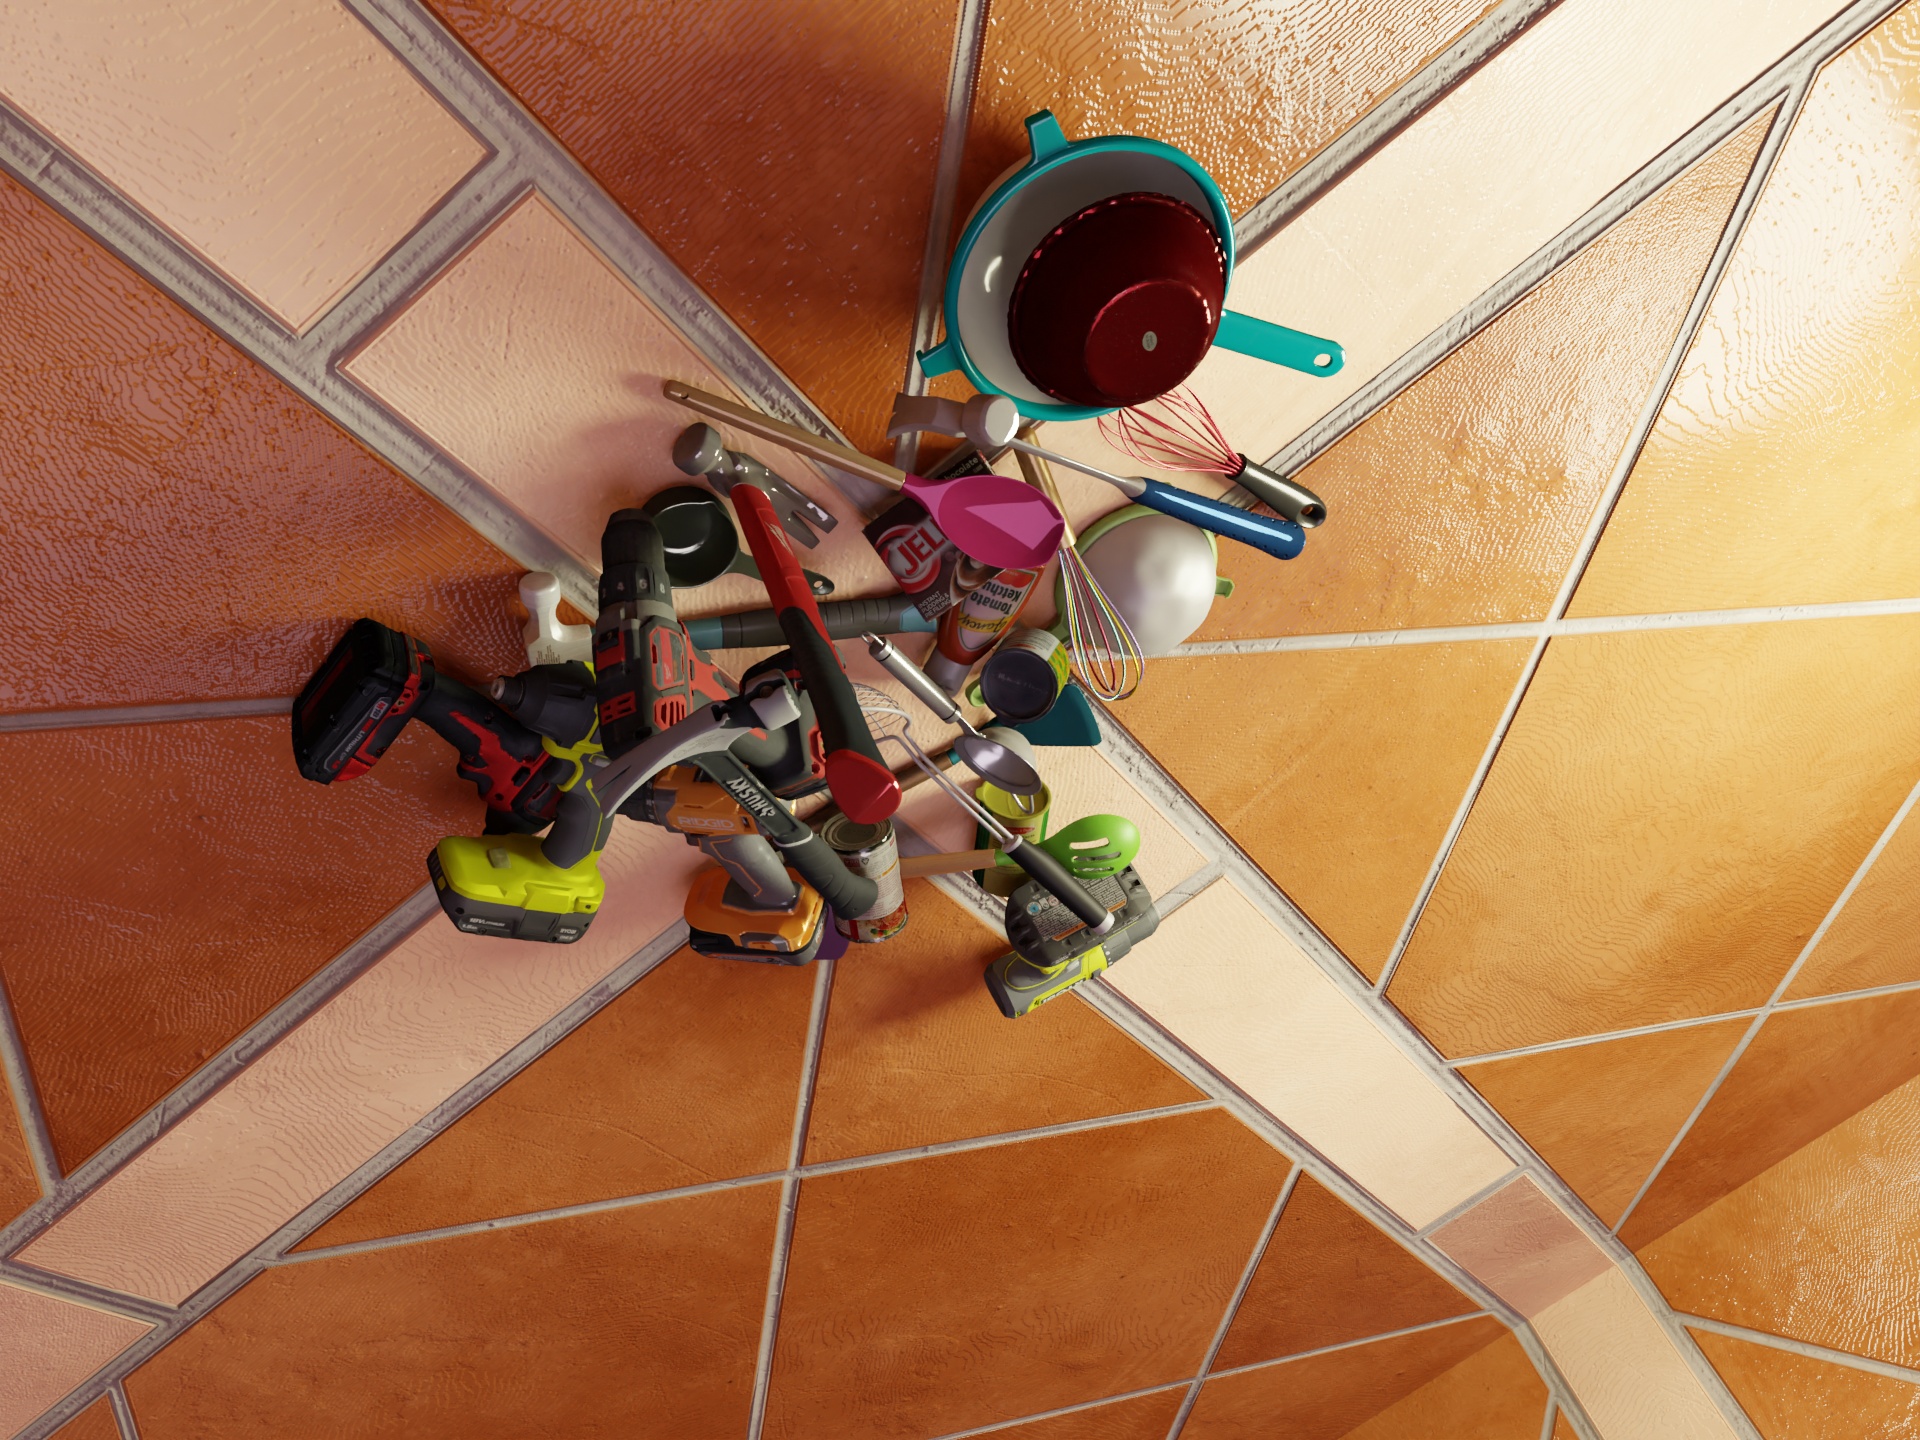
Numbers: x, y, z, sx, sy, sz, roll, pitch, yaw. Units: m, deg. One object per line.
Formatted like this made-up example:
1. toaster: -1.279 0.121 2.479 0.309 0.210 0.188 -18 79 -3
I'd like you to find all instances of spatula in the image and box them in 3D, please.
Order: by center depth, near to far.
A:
1. spatula: -0.031 0.051 1.427 0.317 0.044 0.082 -26 132 2
2. spatula: -0.147 0.131 1.439 0.060 0.018 0.315 -1 139 7

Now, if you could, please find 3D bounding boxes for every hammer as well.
1. hammer: -0.097 -0.063 1.063 0.038 0.387 0.143 -44 131 16
2. hammer: -0.136 0.084 1.194 0.149 0.036 0.408 -26 154 1
3. hammer: 0.122 -0.184 1.222 0.405 0.144 0.035 11 94 -41
4. hammer: -0.177 -0.072 1.267 0.331 0.033 0.128 -7 130 -17

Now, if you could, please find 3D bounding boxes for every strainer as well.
1. strainer: 0.133 -0.316 1.149 0.340 0.095 0.211 8 128 -30
2. strainer: -0.002 -0.004 1.336 0.258 0.087 0.050 42 64 -40
3. strainer: 0.118 -0.077 1.361 0.256 0.069 0.151 -35 133 7

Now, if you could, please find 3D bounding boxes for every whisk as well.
1. whisk: 0.087 -0.120 1.284 0.051 0.047 0.244 -33 113 -24
2. whisk: 0.212 -0.214 1.296 0.295 0.073 0.073 20 119 -42

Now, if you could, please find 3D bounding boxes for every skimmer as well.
1. skimmer: -0.011 0.090 1.363 0.363 0.090 0.127 42 143 -16

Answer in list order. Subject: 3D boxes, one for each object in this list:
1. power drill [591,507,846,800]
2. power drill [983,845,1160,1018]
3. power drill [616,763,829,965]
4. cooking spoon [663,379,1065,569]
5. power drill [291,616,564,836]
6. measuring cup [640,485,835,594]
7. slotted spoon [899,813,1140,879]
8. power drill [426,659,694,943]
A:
1. power drill: -0.180 -0.042 1.169 0.080 0.188 0.226 -20 156 29
2. power drill: 0.119 0.205 1.558 0.190 0.080 0.228 -26 159 -11
3. power drill: -0.216 0.113 1.357 0.185 0.084 0.226 3 139 14
4. cooking spoon: -0.067 -0.186 1.177 0.318 0.017 0.068 19 105 -19
5. power drill: -0.392 0.021 1.231 0.219 0.079 0.143 27 114 -41
6. measuring cup: -0.171 -0.130 1.218 0.167 0.038 0.083 15 122 -34
7. slotted spoon: 0.008 0.130 1.452 0.314 0.031 0.070 -7 122 12
8. power drill: -0.308 0.058 1.209 0.171 0.080 0.223 14 117 -40
